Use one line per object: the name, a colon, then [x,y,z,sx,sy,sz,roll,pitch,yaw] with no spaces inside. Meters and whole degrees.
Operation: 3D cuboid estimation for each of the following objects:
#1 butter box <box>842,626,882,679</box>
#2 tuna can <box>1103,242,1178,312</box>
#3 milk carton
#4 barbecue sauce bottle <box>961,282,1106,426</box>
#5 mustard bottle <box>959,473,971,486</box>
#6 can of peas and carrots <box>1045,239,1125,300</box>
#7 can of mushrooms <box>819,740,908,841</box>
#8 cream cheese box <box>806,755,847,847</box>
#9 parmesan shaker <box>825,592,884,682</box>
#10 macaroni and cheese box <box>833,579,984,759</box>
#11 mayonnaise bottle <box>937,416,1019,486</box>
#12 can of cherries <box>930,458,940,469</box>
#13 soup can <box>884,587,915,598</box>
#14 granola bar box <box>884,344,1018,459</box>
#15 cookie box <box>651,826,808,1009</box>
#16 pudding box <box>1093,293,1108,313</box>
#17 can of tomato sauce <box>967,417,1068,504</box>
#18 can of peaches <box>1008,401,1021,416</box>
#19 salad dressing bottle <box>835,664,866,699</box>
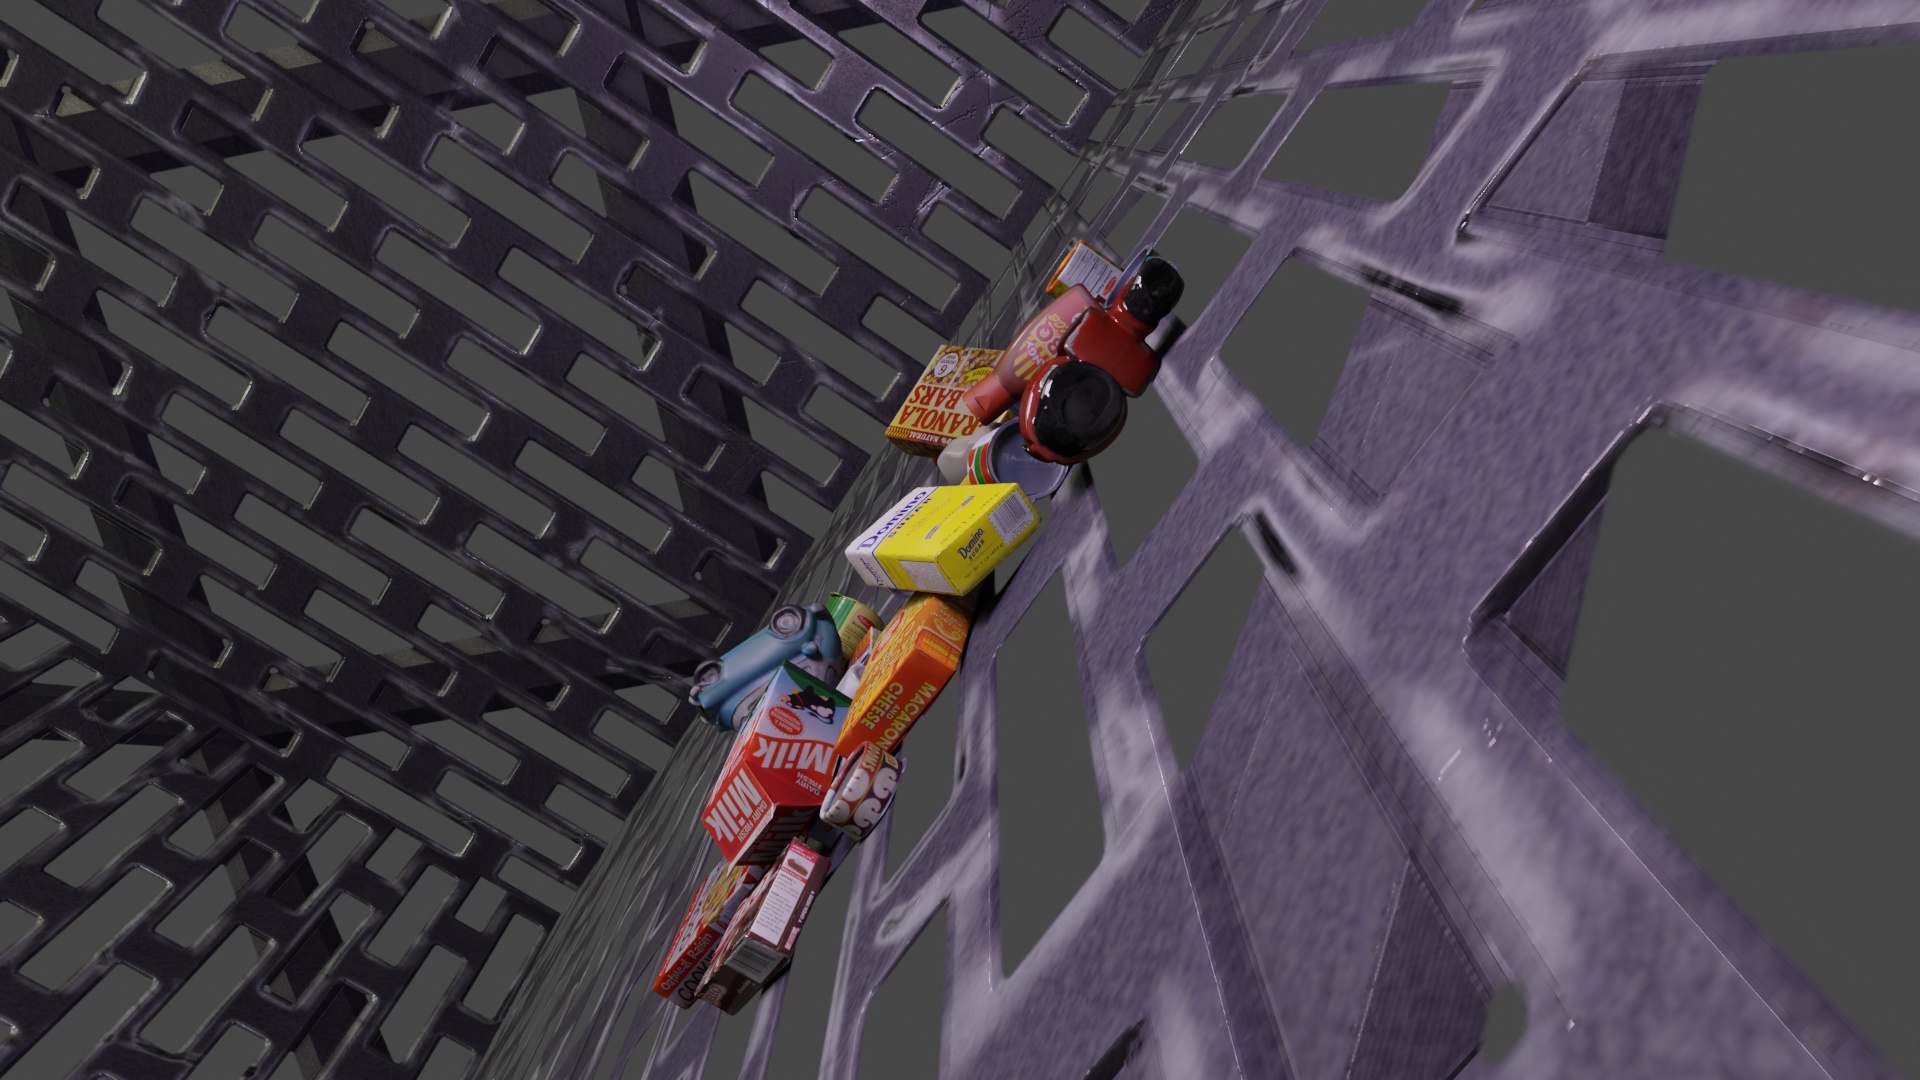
butter box: [-0.092,0.123,1.359,0.053,0.024,0.104,-55,9,8]
tuna can: [0.156,-0.218,1.189,0.071,0.033,0.071,-55,9,13]
milk carton: [-0.145,0.182,1.096,0.072,0.073,0.191,-54,10,25]
barbecue sauce bottle: [0.069,-0.162,1.248,0.148,0.065,0.044,-38,-1,10]
mustard bottle: [0.004,-0.016,1.237,0.159,0.049,0.065,-52,-5,36]
can of peas and carrots: [0.129,-0.266,1.432,0.071,0.059,0.071,-54,9,12]
can of mushrooms: [-0.070,0.178,1.002,0.071,0.033,0.071,-55,8,12]
cream cheese box: [-0.097,0.198,1.107,0.053,0.024,0.104,-55,9,9]
parmesan shaker: [-0.135,0.116,1.460,0.103,0.071,0.071,-61,9,-26]
macaroni and cheese box: [-0.037,0.092,1.110,0.123,0.040,0.167,-52,9,27]
mayonnaise bottle: [0.031,-0.080,1.299,0.041,0.064,0.147,-47,8,-24]
can of cherries: [0.004,-0.109,1.536,0.058,0.071,0.072,-51,10,35]
soup can: [-0.052,0.012,1.378,0.071,0.071,0.084,-55,8,11]
granola bar box: [0.010,-0.140,1.453,0.165,0.039,0.124,15,69,50]
cookie box: [-0.193,0.308,1.195,0.166,0.040,0.123,-51,10,30]
pudding box: [0.118,-0.200,1.344,0.050,0.030,0.083,-59,9,-18]
can of tomato sauce: [0.045,-0.060,1.129,0.071,0.071,0.083,-58,8,-9]
can of peaches: [0.071,-0.156,1.312,0.071,0.071,0.058,-52,9,30]
salad dressing bottle: [-0.117,0.179,1.229,0.147,0.044,0.064,-55,3,17]
